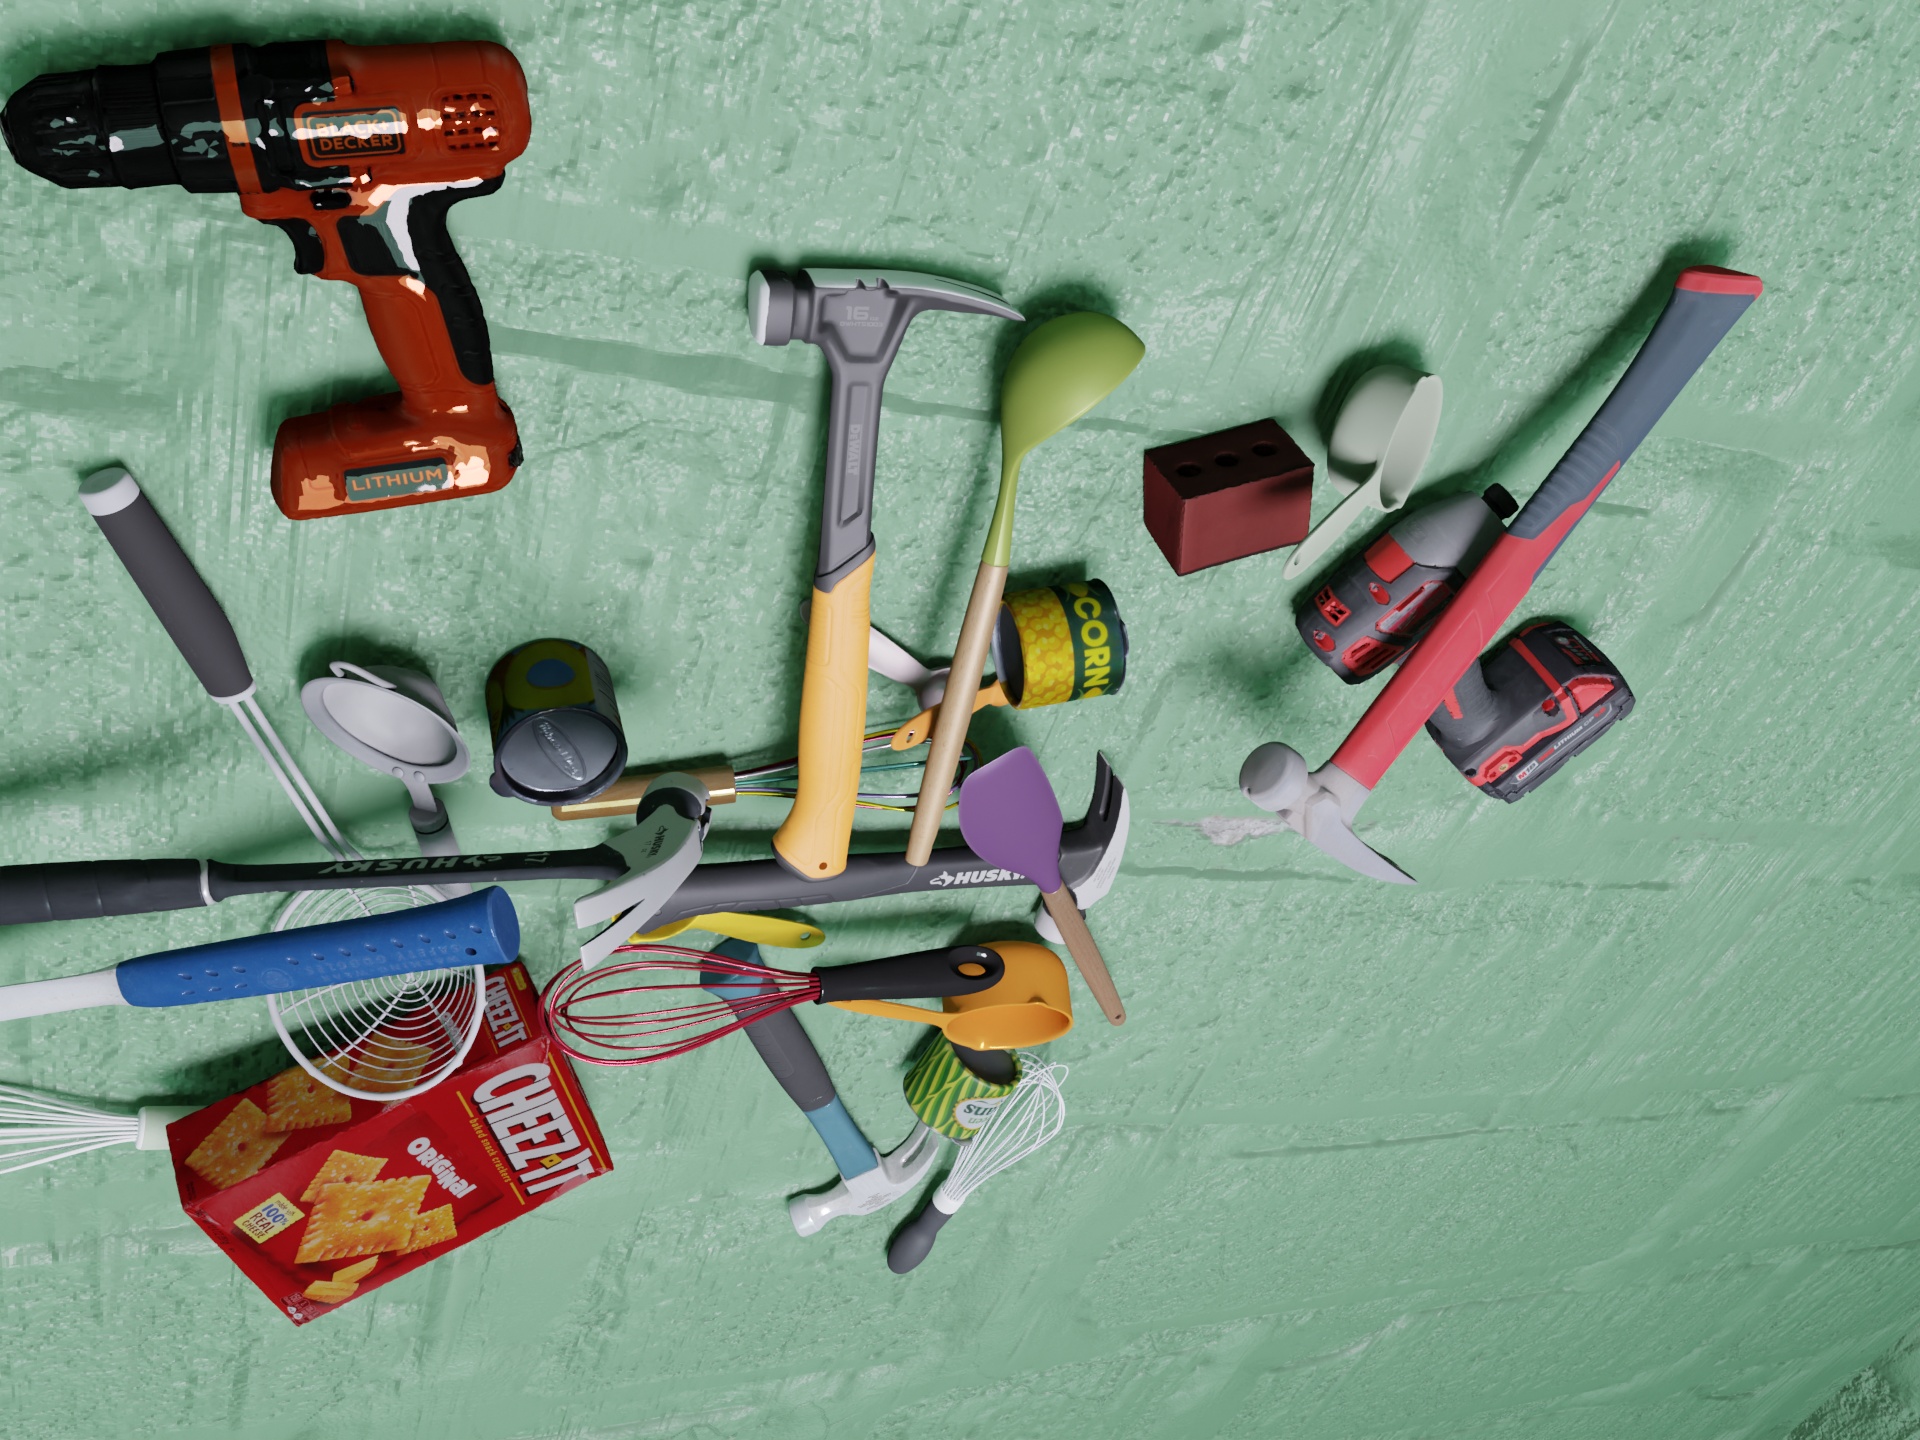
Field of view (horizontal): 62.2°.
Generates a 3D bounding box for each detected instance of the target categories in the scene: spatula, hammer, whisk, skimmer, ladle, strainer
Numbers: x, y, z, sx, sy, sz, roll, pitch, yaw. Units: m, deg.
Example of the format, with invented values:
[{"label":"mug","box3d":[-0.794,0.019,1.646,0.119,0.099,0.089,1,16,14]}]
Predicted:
[{"label":"spatula","box3d":[0.062,0.119,1.012,0.060,0.018,0.315,-31,138,-2]},{"label":"hammer","box3d":[-0.324,0.075,0.718,0.409,0.149,0.036,-4,108,1]},{"label":"hammer","box3d":[-0.106,0.257,1.109,0.128,0.033,0.330,-22,135,-2]},{"label":"hammer","box3d":[-0.044,0.089,0.960,0.334,0.035,0.146,-2,131,-30]},{"label":"whisk","box3d":[-0.105,0.037,0.897,0.245,0.051,0.047,-6,99,-12]},{"label":"hammer","box3d":[-0.053,-0.060,0.809,0.127,0.034,0.336,-4,122,-20]},{"label":"whisk","box3d":[-0.106,0.162,0.964,0.295,0.073,0.073,-2,131,-25]},{"label":"hammer","box3d":[0.321,-0.082,0.897,0.143,0.038,0.386,32,99,-33]},{"label":"whisk","box3d":[0.004,0.351,1.229,0.070,0.070,0.284,9,130,-29]},{"label":"skimmer","box3d":[-0.339,0.048,0.779,0.127,0.090,0.362,-4,133,8]},{"label":"ladle","box3d":[0.023,-0.056,0.824,0.062,0.078,0.320,14,117,-2]},{"label":"strainer","box3d":[-0.282,0.043,0.836,0.087,0.050,0.258,12,139,8]},{"label":"hammer","box3d":[-0.422,0.136,0.792,0.405,0.035,0.144,-9,125,2]},{"label":"whisk","box3d":[-0.487,0.238,0.928,0.246,0.058,0.059,8,161,-32]}]

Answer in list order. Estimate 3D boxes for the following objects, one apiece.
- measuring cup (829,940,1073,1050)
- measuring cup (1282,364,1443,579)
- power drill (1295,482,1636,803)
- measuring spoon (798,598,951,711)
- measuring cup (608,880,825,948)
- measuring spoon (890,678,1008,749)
[{"label":"measuring cup","box3d":[-0.008,0.176,1.058,0.173,0.052,0.095,12,146,-21]},{"label":"measuring cup","box3d":[0.199,-0.127,0.832,0.167,0.038,0.083,-44,146,-32]},{"label":"power drill","box3d":[0.318,-0.050,0.984,0.143,0.079,0.219,-43,129,17]},{"label":"measuring spoon","box3d":[-0.043,-0.037,0.886,0.124,0.018,0.034,32,97,-33]},{"label":"measuring cup","box3d":[-0.146,0.114,0.970,0.156,0.029,0.062,20,118,-42]},{"label":"measuring spoon","box3d":[-0.001,-0.003,0.889,0.117,0.011,0.021,-26,139,-52]}]
